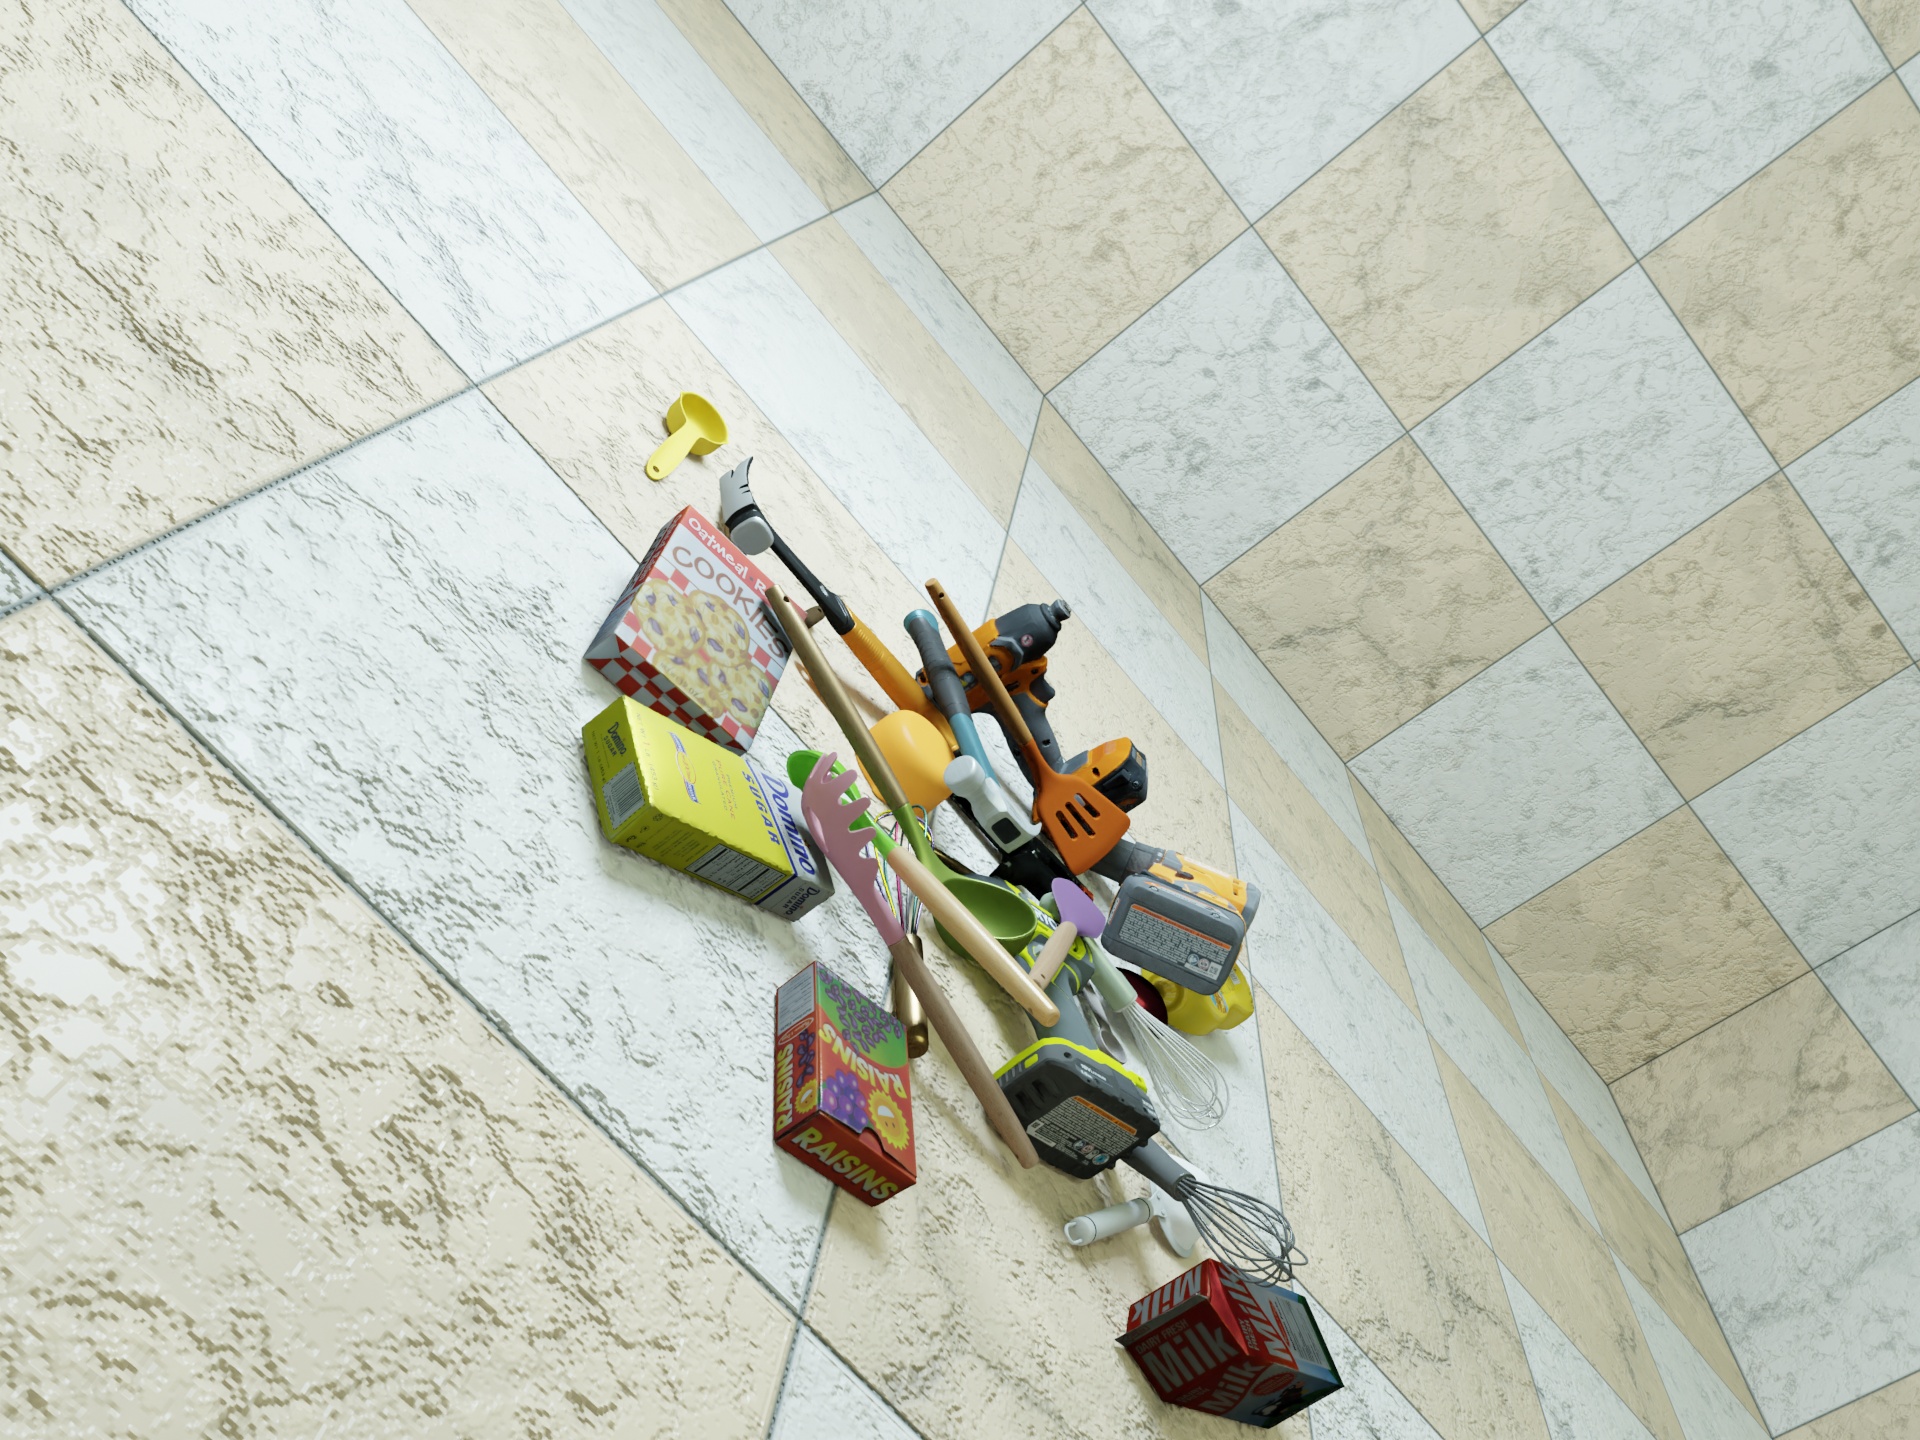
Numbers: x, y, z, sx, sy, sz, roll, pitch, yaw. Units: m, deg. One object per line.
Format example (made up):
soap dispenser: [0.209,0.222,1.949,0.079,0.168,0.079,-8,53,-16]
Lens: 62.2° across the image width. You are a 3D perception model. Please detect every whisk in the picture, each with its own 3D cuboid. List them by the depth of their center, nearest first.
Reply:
whisk: [0.163,0.336,1.148,0.055,0.055,0.239,42,-8,-31]
whisk: [-0.036,0.147,1.160,0.047,0.051,0.245,48,21,-33]
whisk: [0.146,0.245,1.349,0.246,0.059,0.058,53,-18,-3]

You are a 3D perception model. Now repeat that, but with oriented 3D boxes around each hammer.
hammer: [-0.095,-0.080,1.370,0.336,0.034,0.127,50,12,-34]
hammer: [-0.002,-0.004,1.372,0.128,0.033,0.331,52,10,-35]

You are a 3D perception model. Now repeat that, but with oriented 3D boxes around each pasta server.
pasta server: [-0.023,0.165,1.068,0.316,0.040,0.060,60,-21,-9]

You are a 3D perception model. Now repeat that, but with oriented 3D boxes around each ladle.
ladle: [-0.048,0.034,1.147,0.320,0.062,0.078,59,32,3]
ladle: [0.081,0.189,1.371,0.315,0.031,0.069,37,16,-29]

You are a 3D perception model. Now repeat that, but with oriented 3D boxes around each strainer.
strainer: [0.140,0.367,1.190,0.258,0.050,0.087,13,58,-58]

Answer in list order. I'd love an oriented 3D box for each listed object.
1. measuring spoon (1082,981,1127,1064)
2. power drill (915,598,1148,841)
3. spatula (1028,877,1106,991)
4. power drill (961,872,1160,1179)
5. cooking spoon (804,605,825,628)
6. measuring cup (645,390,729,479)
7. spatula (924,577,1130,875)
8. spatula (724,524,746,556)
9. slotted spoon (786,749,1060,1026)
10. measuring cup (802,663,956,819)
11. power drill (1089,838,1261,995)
measuring spoon: [0.112,0.253,1.372,0.034,0.018,0.124,38,17,-33]
power drill: [0.086,-0.003,1.533,0.226,0.164,0.084,50,19,-14]
spatula: [0.078,0.165,1.222,0.060,0.018,0.316,47,11,4]
power drill: [0.056,0.218,1.203,0.171,0.080,0.223,38,20,-37]
cooking spoon: [-0.162,-0.056,1.258,0.069,0.017,0.319,52,19,-3]
measuring cup: [-0.249,-0.239,1.387,0.062,0.029,0.157,47,31,-16]
spatula: [0.053,0.002,1.443,0.041,0.081,0.322,23,-31,56]
spatula: [-0.192,-0.135,1.304,0.082,0.044,0.318,36,16,-22]
slotted spoon: [-0.029,0.107,1.073,0.314,0.031,0.070,41,-31,43]
measuring cup: [-0.066,0.001,1.330,0.173,0.052,0.095,53,18,-5]
power drill: [0.189,0.170,1.515,0.185,0.084,0.226,23,12,9]
